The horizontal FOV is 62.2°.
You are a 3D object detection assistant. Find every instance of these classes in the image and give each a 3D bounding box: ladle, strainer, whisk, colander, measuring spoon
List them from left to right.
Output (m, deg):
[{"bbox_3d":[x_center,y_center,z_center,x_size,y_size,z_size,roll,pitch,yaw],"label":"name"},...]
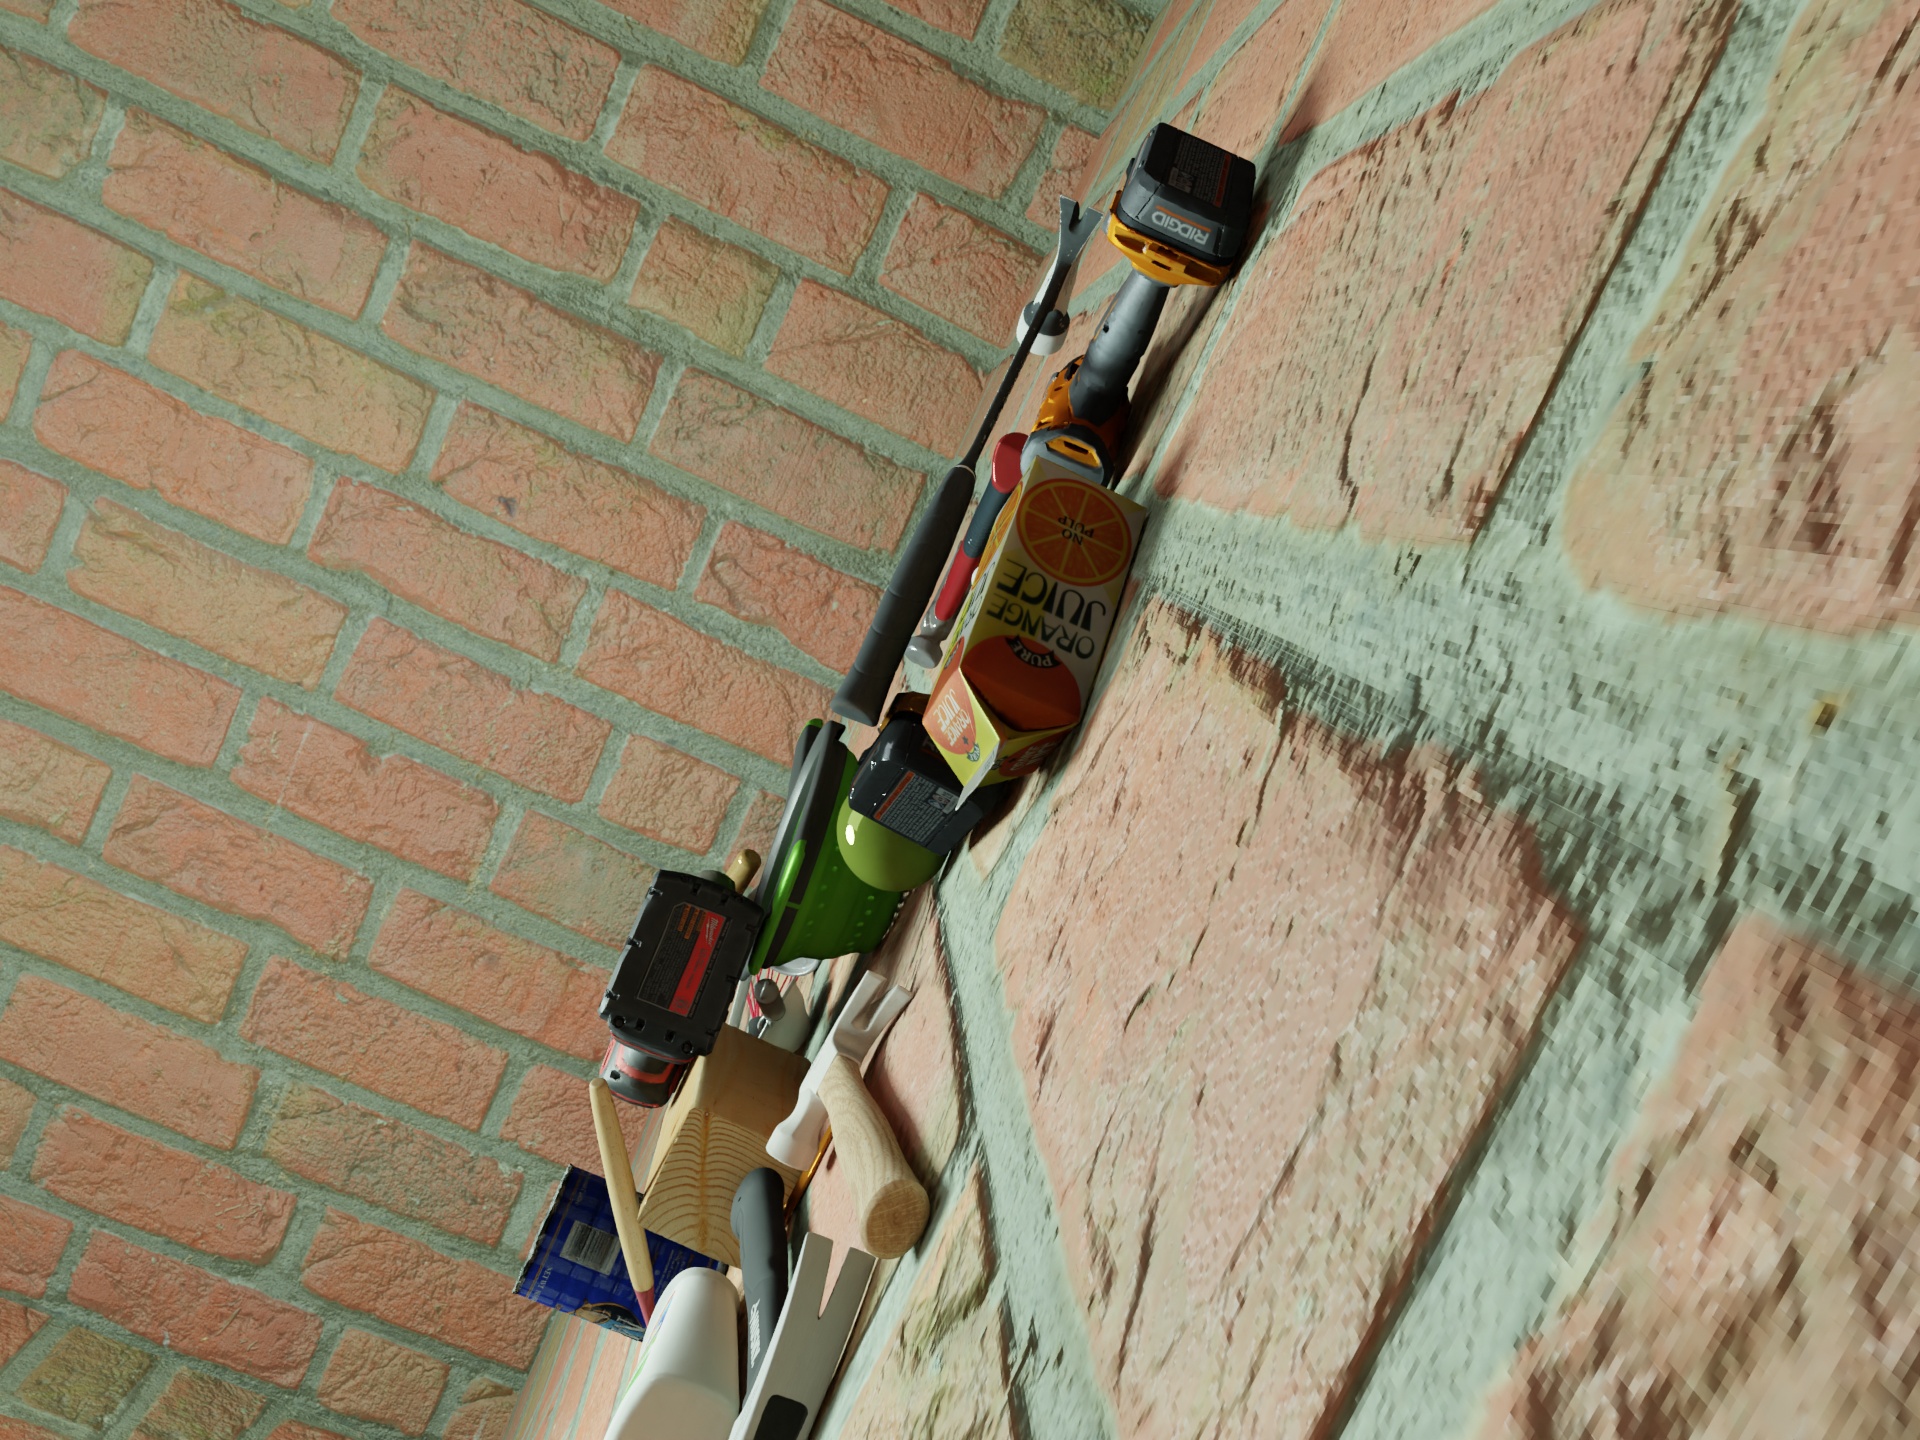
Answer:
[{"bbox_3d":[-0.224,0.369,1.096,0.069,0.031,0.315,-105,10,-61],"label":"ladle"},{"bbox_3d":[-0.230,0.192,1.369,0.245,0.051,0.047,-56,-3,33],"label":"whisk"},{"bbox_3d":[-0.193,0.283,1.547,0.296,0.073,0.073,-90,25,-59],"label":"whisk"},{"bbox_3d":[-0.149,0.236,1.281,0.087,0.050,0.258,-61,-6,-17],"label":"strainer"},{"bbox_3d":[-0.096,0.279,1.021,0.021,0.011,0.117,-88,23,-72],"label":"measuring spoon"},{"bbox_3d":[-0.095,0.084,1.270,0.397,0.094,0.204,-97,28,-71],"label":"colander"},{"bbox_3d":[-0.012,0.008,1.144,0.062,0.078,0.320,-51,8,33],"label":"ladle"}]

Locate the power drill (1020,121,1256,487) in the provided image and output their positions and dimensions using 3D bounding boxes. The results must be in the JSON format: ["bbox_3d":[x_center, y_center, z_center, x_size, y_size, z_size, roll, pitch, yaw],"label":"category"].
[{"bbox_3d":[0.112,-0.269,1.056,0.164,0.084,0.226,-71,6,-51],"label":"power drill"}]

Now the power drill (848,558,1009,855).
[{"bbox_3d":[0.010,-0.030,1.016,0.226,0.084,0.185,-64,5,-25],"label":"power drill"}]

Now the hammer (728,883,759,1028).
[{"bbox_3d":[-0.210,0.319,1.370,0.149,0.036,0.359,-111,36,-87],"label":"hammer"}]

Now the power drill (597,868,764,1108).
[{"bbox_3d":[-0.201,0.176,1.157,0.226,0.080,0.188,124,167,-65],"label":"power drill"}]

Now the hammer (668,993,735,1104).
[{"bbox_3d":[-0.245,0.305,1.425,0.337,0.034,0.127,120,166,-82],"label":"hammer"}]

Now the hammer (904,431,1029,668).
[{"bbox_3d":[0.019,-0.173,1.456,0.143,0.038,0.386,-65,2,-21],"label":"hammer"}]

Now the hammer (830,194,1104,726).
[{"bbox_3d":[0.008,-0.164,1.007,0.149,0.036,0.409,111,-179,-60],"label":"hammer"}]

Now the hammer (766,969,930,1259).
[{"bbox_3d":[-0.053,0.211,0.838,0.130,0.031,0.331,-63,8,-5],"label":"hammer"}]

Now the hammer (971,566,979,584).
[{"bbox_3d":[-0.032,0.019,1.337,0.128,0.033,0.331,-143,77,-84],"label":"hammer"}]

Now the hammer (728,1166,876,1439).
[{"bbox_3d":[-0.104,0.307,0.871,0.335,0.035,0.146,-171,105,-81],"label":"hammer"}]

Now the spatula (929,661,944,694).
[{"bbox_3d":[0.021,-0.110,1.424,0.060,0.018,0.316,147,148,-82],"label":"spatula"}]
